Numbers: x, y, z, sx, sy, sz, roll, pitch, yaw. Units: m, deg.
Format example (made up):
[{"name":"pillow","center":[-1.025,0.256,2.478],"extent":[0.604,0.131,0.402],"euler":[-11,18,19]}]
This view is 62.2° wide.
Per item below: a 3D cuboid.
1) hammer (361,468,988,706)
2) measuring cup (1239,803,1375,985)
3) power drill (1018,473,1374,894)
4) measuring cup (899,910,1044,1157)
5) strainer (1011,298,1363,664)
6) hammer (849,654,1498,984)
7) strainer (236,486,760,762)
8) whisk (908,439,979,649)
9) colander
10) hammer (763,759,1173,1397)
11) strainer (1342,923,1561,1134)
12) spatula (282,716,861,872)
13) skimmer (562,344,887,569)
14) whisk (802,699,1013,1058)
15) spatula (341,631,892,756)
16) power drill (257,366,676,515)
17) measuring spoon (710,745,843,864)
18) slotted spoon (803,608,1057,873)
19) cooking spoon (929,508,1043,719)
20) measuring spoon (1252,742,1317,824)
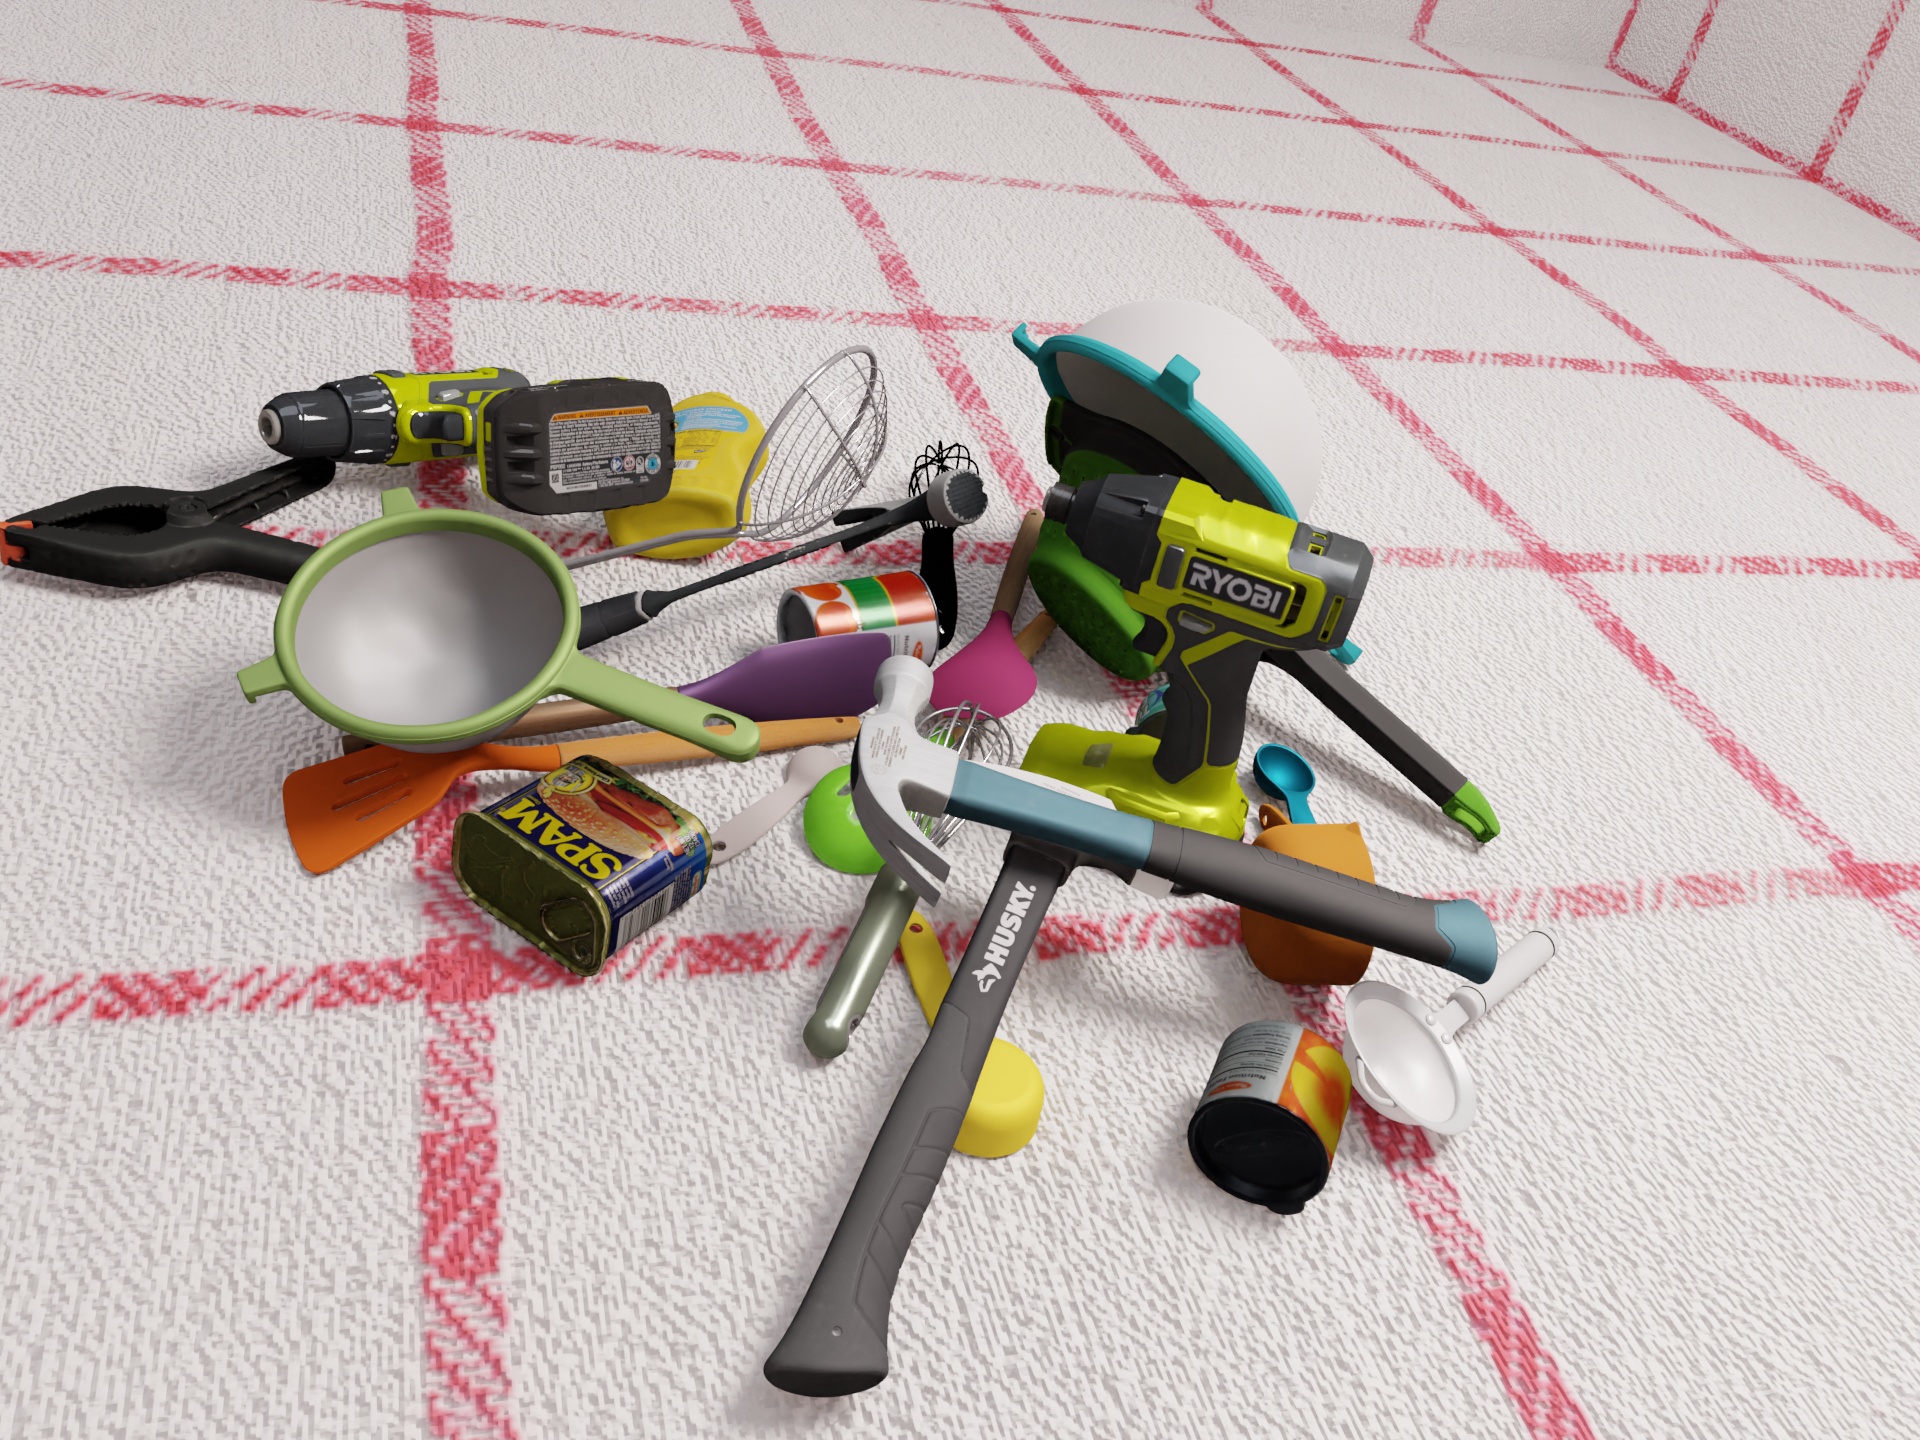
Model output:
[{"name":"hammer","center":[-0.181,-0.078,0.982],"extent":[0.409,0.036,0.149],"euler":[-24,11,-31]},{"name":"measuring cup","center":[0.177,0.085,0.894],"extent":[0.052,0.095,0.174],"euler":[0,20,-10]},{"name":"power drill","center":[0.109,-0.024,0.879],"extent":[0.171,0.223,0.080],"euler":[20,36,9]},{"name":"measuring cup","center":[-0.003,0.143,0.784],"extent":[0.062,0.029,0.157],"euler":[-3,41,-21]},{"name":"strainer","center":[0.197,-0.165,1.050],"extent":[0.340,0.095,0.211],"euler":[41,-4,-34]},{"name":"hammer","center":[0.105,0.064,0.783],"extent":[0.331,0.033,0.128],"euler":[17,46,-3]},{"name":"strainer","center":[-0.225,-0.017,0.832],"extent":[0.256,0.069,0.152],"euler":[20,54,4]},{"name":"whisk","center":[-0.013,-0.128,1.133],"extent":[0.055,0.055,0.239],"euler":[8,41,-7]},{"name":"colander","center":[0.169,-0.039,1.028],"extent":[0.094,0.204,0.397],"euler":[-44,77,-10]},{"name":"hammer","center":[-0.007,0.146,0.721],"extent":[0.146,0.035,0.335],"euler":[24,47,5]},{"name":"strainer","center":[0.265,0.157,0.846],"extent":[0.258,0.050,0.087],"euler":[-19,66,-45]},{"name":"spatula","center":[-0.202,0.025,0.887],"extent":[0.322,0.041,0.081],"euler":[-6,39,-31]},{"name":"skimmer","center":[-0.212,-0.124,0.923],"extent":[0.363,0.127,0.090],"euler":[-15,82,3]},{"name":"whisk","center":[-0.029,0.076,0.836],"extent":[0.059,0.057,0.246],"euler":[17,46,9]},{"name":"spatula","center":[-0.188,-0.007,0.916],"extent":[0.316,0.059,0.018],"euler":[-8,25,-20]},{"name":"power drill","center":[-0.316,-0.188,1.029],"extent":[0.229,0.080,0.190],"euler":[15,21,35]},{"name":"measuring spoon","center":[-0.106,0.045,0.892],"extent":[0.034,0.018,0.124],"euler":[27,38,18]},{"name":"slotted spoon","center":[-0.002,-0.003,0.984],"extent":[0.070,0.031,0.314],"euler":[29,37,10]},{"name":"cooking spoon","center":[0.031,-0.080,1.079],"extent":[0.069,0.017,0.319],"euler":[5,29,8]},{"name":"measuring spoon","center":[0.204,0.068,0.969],"extent":[0.042,0.021,0.129],"euler":[12,44,-20]}]
